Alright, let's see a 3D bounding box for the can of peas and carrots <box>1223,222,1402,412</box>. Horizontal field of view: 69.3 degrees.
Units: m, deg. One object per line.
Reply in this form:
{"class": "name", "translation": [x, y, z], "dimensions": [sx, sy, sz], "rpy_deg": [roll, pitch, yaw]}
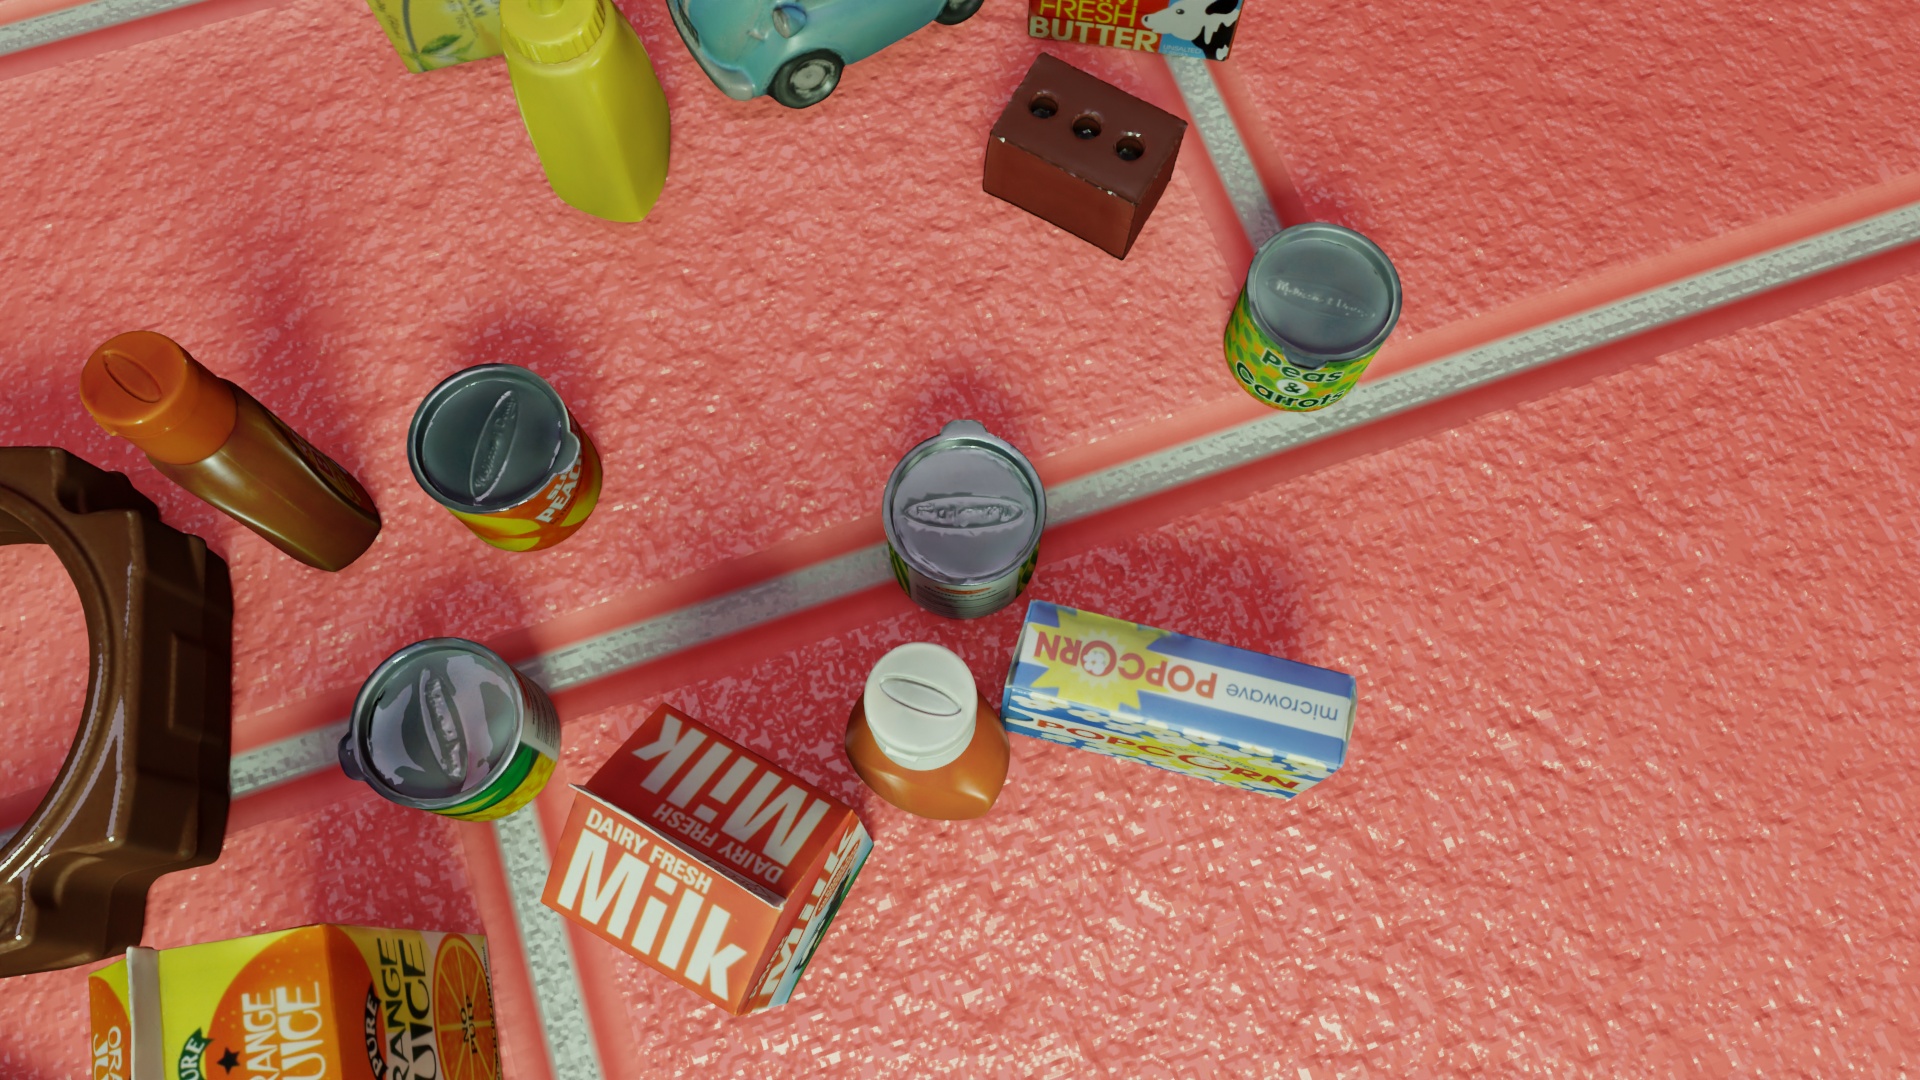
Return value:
{"class": "can of peas and carrots", "translation": [0.153, -0.095, 0.612], "dimensions": [0.071, 0.058, 0.071], "rpy_deg": [0, 72, 0]}

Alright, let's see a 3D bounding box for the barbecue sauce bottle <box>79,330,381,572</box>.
{"class": "barbecue sauce bottle", "translation": [-0.283, -0.034, 0.543], "dimensions": [0.065, 0.148, 0.044], "rpy_deg": [39, 77, 11]}

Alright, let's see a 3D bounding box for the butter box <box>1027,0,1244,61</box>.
{"class": "butter box", "translation": [0.084, -0.262, 0.669], "dimensions": [0.103, 0.053, 0.024], "rpy_deg": [9, 73, 3]}

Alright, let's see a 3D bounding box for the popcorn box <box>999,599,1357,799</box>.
{"class": "popcorn box", "translation": [0.081, 0.065, 0.546], "dimensions": [0.127, 0.085, 0.038], "rpy_deg": [13, 73, 4]}

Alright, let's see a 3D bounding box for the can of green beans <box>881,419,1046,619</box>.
{"class": "can of green beans", "translation": [0.002, -0.005, 0.583], "dimensions": [0.071, 0.057, 0.071], "rpy_deg": [0, 72, 0]}

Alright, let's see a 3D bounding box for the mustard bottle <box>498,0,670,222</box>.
{"class": "mustard bottle", "translation": [-0.162, -0.197, 0.590], "dimensions": [0.049, 0.159, 0.065], "rpy_deg": [12, 73, 3]}

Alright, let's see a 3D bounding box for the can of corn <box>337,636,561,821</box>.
{"class": "can of corn", "translation": [-0.202, 0.078, 0.555], "dimensions": [0.071, 0.058, 0.071], "rpy_deg": [0, 72, 0]}

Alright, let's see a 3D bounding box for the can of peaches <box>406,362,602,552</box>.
{"class": "can of peaches", "translation": [-0.189, -0.033, 0.591], "dimensions": [0.071, 0.058, 0.071], "rpy_deg": [0, 72, 0]}

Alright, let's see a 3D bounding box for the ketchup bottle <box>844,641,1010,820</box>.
{"class": "ketchup bottle", "translation": [-0.013, 0.072, 0.510], "dimensions": [0.065, 0.148, 0.043], "rpy_deg": [19, 74, 6]}

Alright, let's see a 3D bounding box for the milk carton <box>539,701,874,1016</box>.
{"class": "milk carton", "translation": [-0.081, 0.111, 0.475], "dimensions": [0.072, 0.190, 0.073], "rpy_deg": [27, 75, 8]}

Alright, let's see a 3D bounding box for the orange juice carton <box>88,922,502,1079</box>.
{"class": "orange juice carton", "translation": [-0.217, 0.169, 0.455], "dimensions": [0.073, 0.192, 0.072], "rpy_deg": [-12, 73, -4]}
